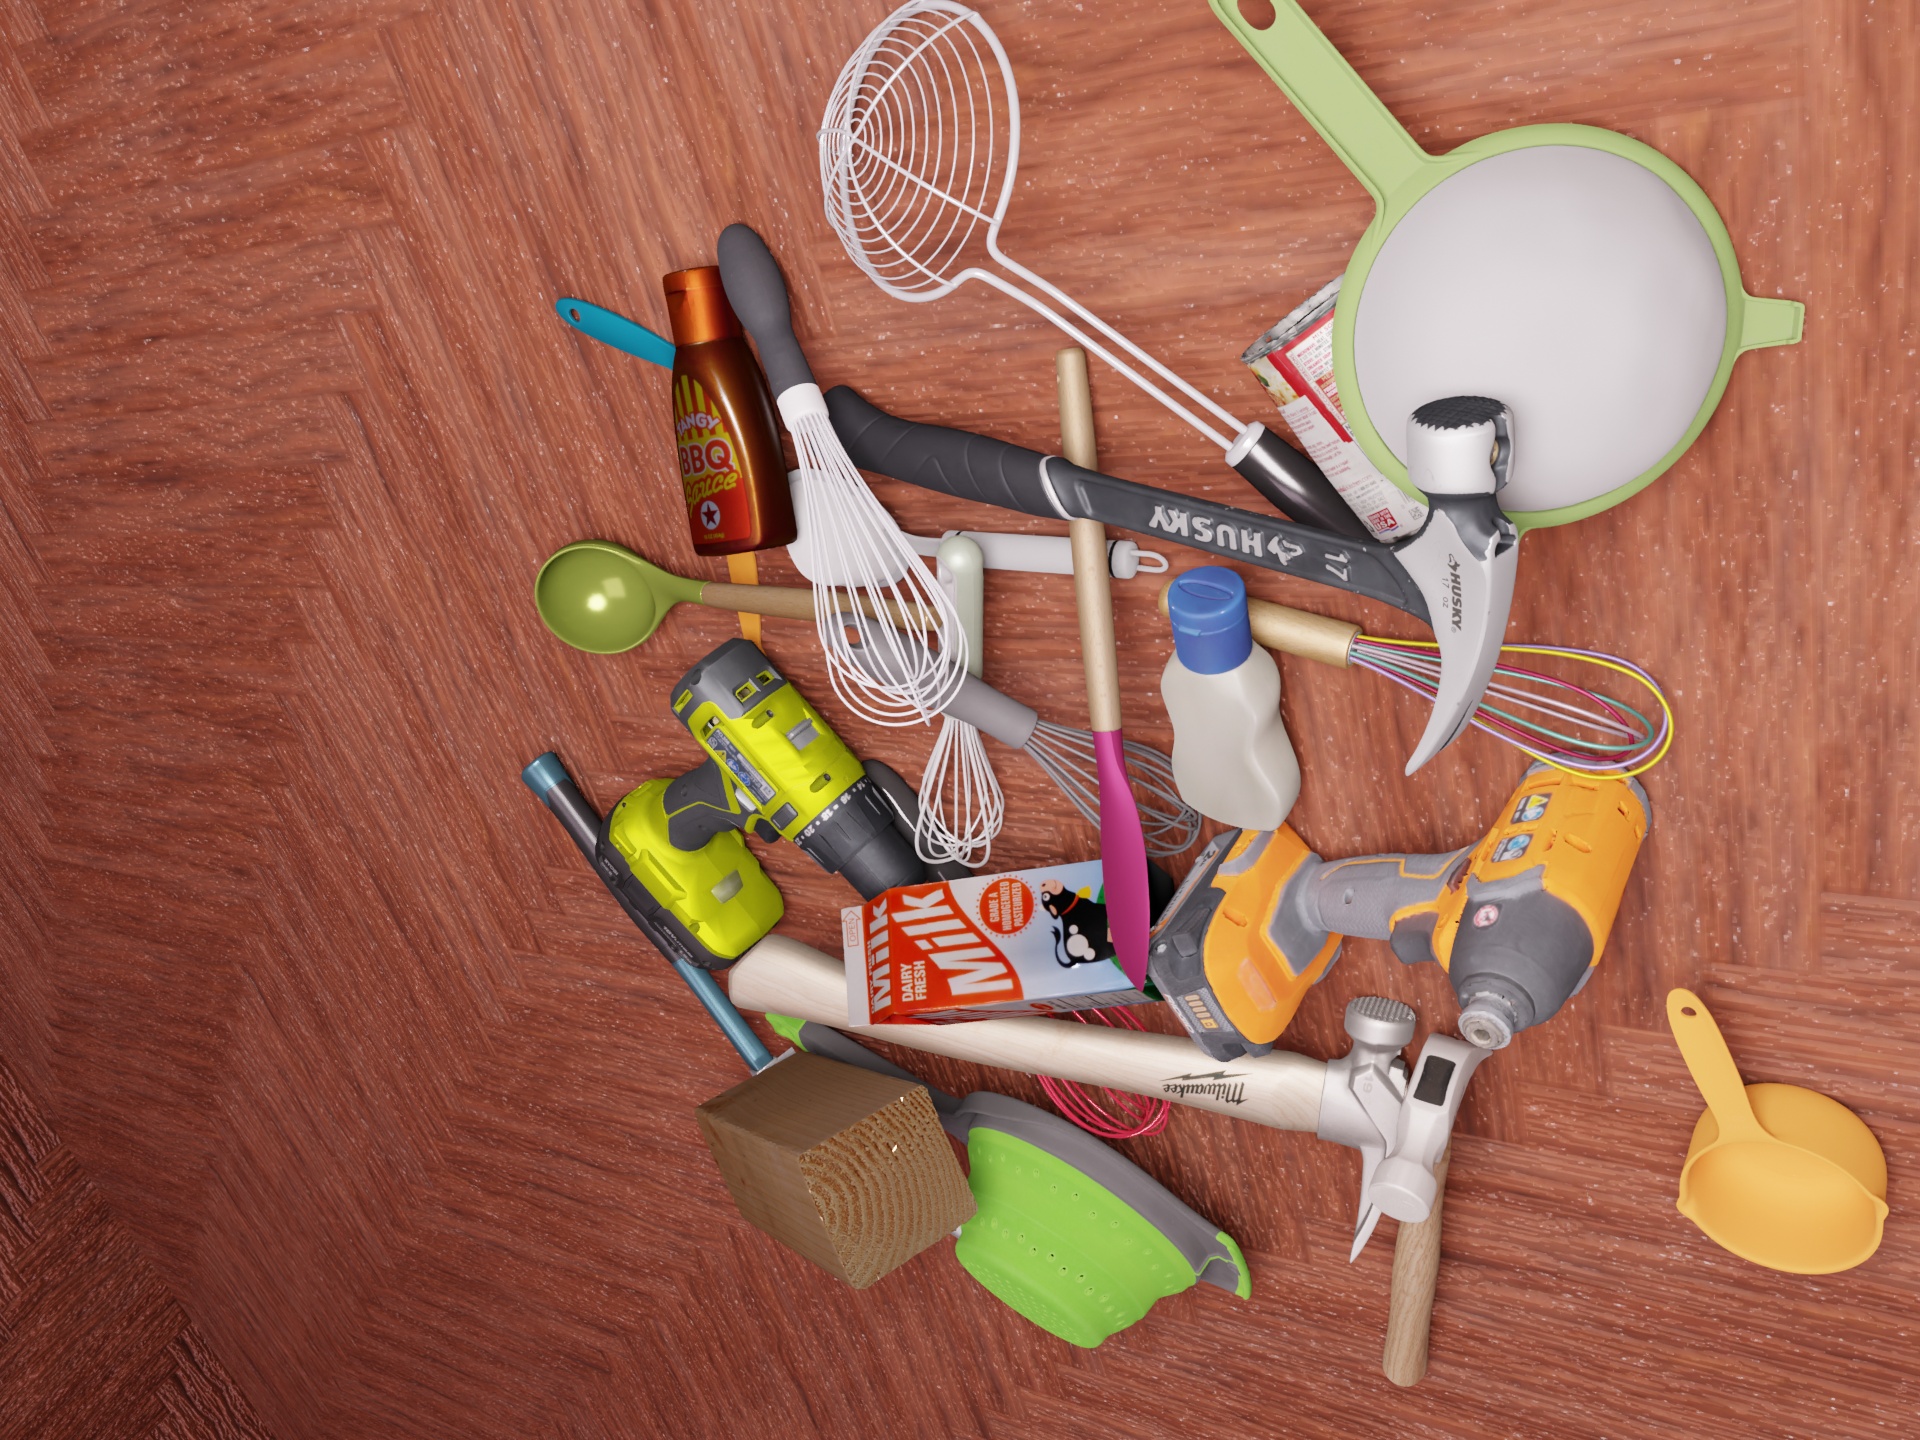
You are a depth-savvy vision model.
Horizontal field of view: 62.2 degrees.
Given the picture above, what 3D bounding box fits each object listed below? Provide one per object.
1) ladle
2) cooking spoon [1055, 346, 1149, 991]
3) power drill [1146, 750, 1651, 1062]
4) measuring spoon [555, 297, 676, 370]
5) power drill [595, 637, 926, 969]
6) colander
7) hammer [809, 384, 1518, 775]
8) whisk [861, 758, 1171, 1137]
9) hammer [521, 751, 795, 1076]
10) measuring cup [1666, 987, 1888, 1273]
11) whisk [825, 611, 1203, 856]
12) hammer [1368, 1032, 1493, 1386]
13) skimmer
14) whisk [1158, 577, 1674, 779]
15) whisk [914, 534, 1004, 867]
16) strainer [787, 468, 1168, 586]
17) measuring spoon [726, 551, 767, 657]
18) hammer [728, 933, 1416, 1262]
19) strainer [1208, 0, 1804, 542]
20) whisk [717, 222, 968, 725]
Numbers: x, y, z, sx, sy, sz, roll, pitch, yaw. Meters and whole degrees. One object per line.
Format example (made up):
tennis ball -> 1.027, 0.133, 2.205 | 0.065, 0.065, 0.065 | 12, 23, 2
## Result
ladle -> -0.135, -0.064, 0.910 | 0.320, 0.062, 0.078 | 9, 133, 43
cooking spoon -> 0.069, -0.021, 0.783 | 0.017, 0.069, 0.319 | -7, 100, -8
power drill -> 0.199, 0.101, 0.756 | 0.226, 0.164, 0.084 | -19, 111, 45
measuring spoon -> -0.180, -0.207, 0.893 | 0.129, 0.021, 0.042 | 27, 134, 14
power drill -> -0.131, 0.074, 1.019 | 0.190, 0.080, 0.228 | 48, 139, 1
colander -> -0.001, 0.313, 1.080 | 0.397, 0.094, 0.204 | 22, 153, 30
hammer -> 0.061, -0.096, 0.710 | 0.409, 0.036, 0.149 | 23, 134, 45
whisk -> 0.029, 0.143, 0.989 | 0.296, 0.073, 0.073 | 52, 136, 0
hammer -> -0.215, 0.163, 1.175 | 0.331, 0.033, 0.128 | 54, 160, -6
measuring cup -> 0.383, 0.185, 0.768 | 0.095, 0.052, 0.173 | -17, 109, 42
whisk -> 0.031, 0.007, 0.835 | 0.238, 0.055, 0.055 | 29, 139, -16
hammer -> 0.262, 0.294, 0.909 | 0.031, 0.130, 0.331 | 15, 140, 25
skimmer -> 0.087, -0.176, 0.721 | 0.363, 0.090, 0.127 | 35, 133, -6
whisk -> 0.204, -0.024, 0.744 | 0.245, 0.051, 0.047 | 19, 137, 28
whisk -> -0.001, -0.003, 0.882 | 0.058, 0.059, 0.246 | 47, 151, 36
strainer -> -0.011, -0.092, 0.849 | 0.258, 0.050, 0.086 | 7, 142, 28
measuring spoon -> -0.133, -0.077, 0.966 | 0.021, 0.011, 0.116 | 17, 130, 25
hammer -> 0.051, 0.202, 0.943 | 0.411, 0.038, 0.146 | 8, 102, 19
strainer -> 0.179, -0.178, 0.574 | 0.151, 0.069, 0.256 | -42, 98, 16
whisk -> -0.067, -0.127, 0.783 | 0.070, 0.070, 0.285 | -37, 70, 46
